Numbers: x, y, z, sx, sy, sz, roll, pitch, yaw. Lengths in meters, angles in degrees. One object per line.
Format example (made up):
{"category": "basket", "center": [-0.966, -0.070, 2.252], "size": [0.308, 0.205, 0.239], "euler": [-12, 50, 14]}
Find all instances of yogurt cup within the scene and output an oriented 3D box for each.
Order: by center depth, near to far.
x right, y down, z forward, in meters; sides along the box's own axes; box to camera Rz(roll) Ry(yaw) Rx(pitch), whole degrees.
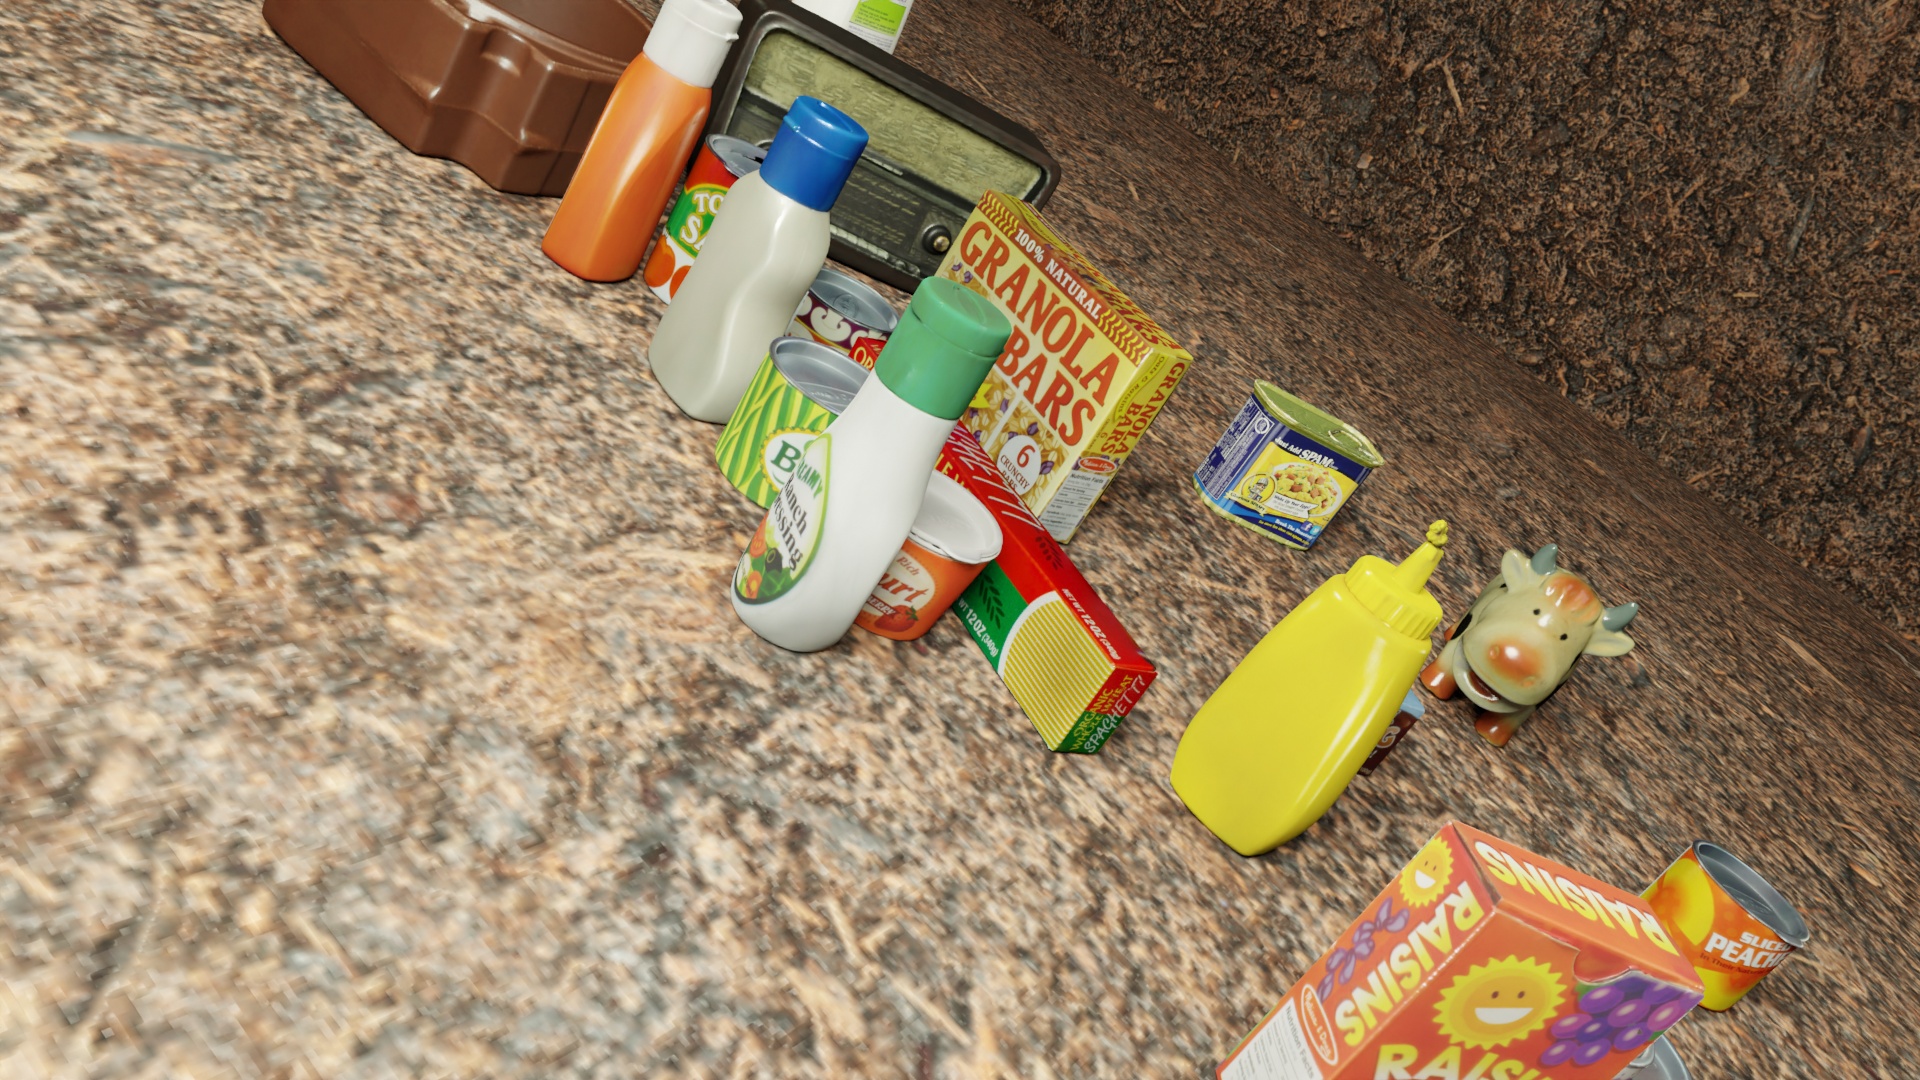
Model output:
{"category": "yogurt cup", "center": [-0.024, 0.004, 0.580], "size": [0.072, 0.053, 0.073], "euler": [27, 24, -13]}

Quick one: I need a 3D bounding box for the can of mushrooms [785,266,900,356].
{"category": "can of mushrooms", "center": [-0.068, -0.125, 0.797], "size": [0.071, 0.033, 0.071], "euler": [27, 24, -13]}

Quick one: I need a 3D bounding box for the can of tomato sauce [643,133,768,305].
{"category": "can of tomato sauce", "center": [-0.122, -0.162, 0.738], "size": [0.071, 0.082, 0.071], "euler": [27, 24, -13]}

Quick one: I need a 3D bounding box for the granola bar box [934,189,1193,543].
{"category": "granola bar box", "center": [0.037, -0.097, 0.762], "size": [0.039, 0.123, 0.166], "euler": [9, 33, -43]}

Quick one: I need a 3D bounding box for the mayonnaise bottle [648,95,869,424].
{"category": "mayonnaise bottle", "center": [-0.091, -0.127, 0.630], "size": [0.041, 0.147, 0.065], "euler": [8, 34, -45]}

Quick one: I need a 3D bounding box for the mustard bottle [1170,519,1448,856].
{"category": "mustard bottle", "center": [0.151, 0.056, 0.567], "size": [0.065, 0.159, 0.049], "euler": [45, 26, 26]}

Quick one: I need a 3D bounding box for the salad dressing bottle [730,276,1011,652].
{"category": "salad dressing bottle", "center": [-0.033, -0.026, 0.511], "size": [0.044, 0.147, 0.064], "euler": [20, 27, -29]}

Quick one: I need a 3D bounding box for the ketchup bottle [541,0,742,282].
{"category": "ketchup bottle", "center": [-0.156, -0.201, 0.691], "size": [0.043, 0.148, 0.065], "euler": [34, 23, 1]}

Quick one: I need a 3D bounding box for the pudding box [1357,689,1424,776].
{"category": "pudding box", "center": [0.183, 0.082, 0.694], "size": [0.084, 0.049, 0.030], "euler": [21, 26, -25]}

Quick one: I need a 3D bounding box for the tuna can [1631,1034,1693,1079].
{"category": "tuna can", "center": [0.259, 0.211, 0.563], "size": [0.071, 0.032, 0.071], "euler": [27, 24, -13]}

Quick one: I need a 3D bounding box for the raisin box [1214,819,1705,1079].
{"category": "raisin box", "center": [0.150, 0.152, 0.429], "size": [0.086, 0.123, 0.040], "euler": [25, 25, -19]}

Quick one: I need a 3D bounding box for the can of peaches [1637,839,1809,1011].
{"category": "can of peaches", "center": [0.386, 0.199, 0.712], "size": [0.071, 0.057, 0.071], "euler": [27, 24, -13]}

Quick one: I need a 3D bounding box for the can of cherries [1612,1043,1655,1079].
{"category": "can of cherries", "center": [0.210, 0.186, 0.519], "size": [0.071, 0.058, 0.072], "euler": [27, 24, -13]}

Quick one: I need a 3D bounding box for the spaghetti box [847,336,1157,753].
{"category": "spaghetti box", "center": [0.002, -0.008, 0.641], "size": [0.029, 0.050, 0.251], "euler": [10, 32, -42]}

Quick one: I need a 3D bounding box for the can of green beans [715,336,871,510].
{"category": "can of green beans", "center": [-0.068, -0.049, 0.621], "size": [0.071, 0.057, 0.071], "euler": [27, 24, -13]}
